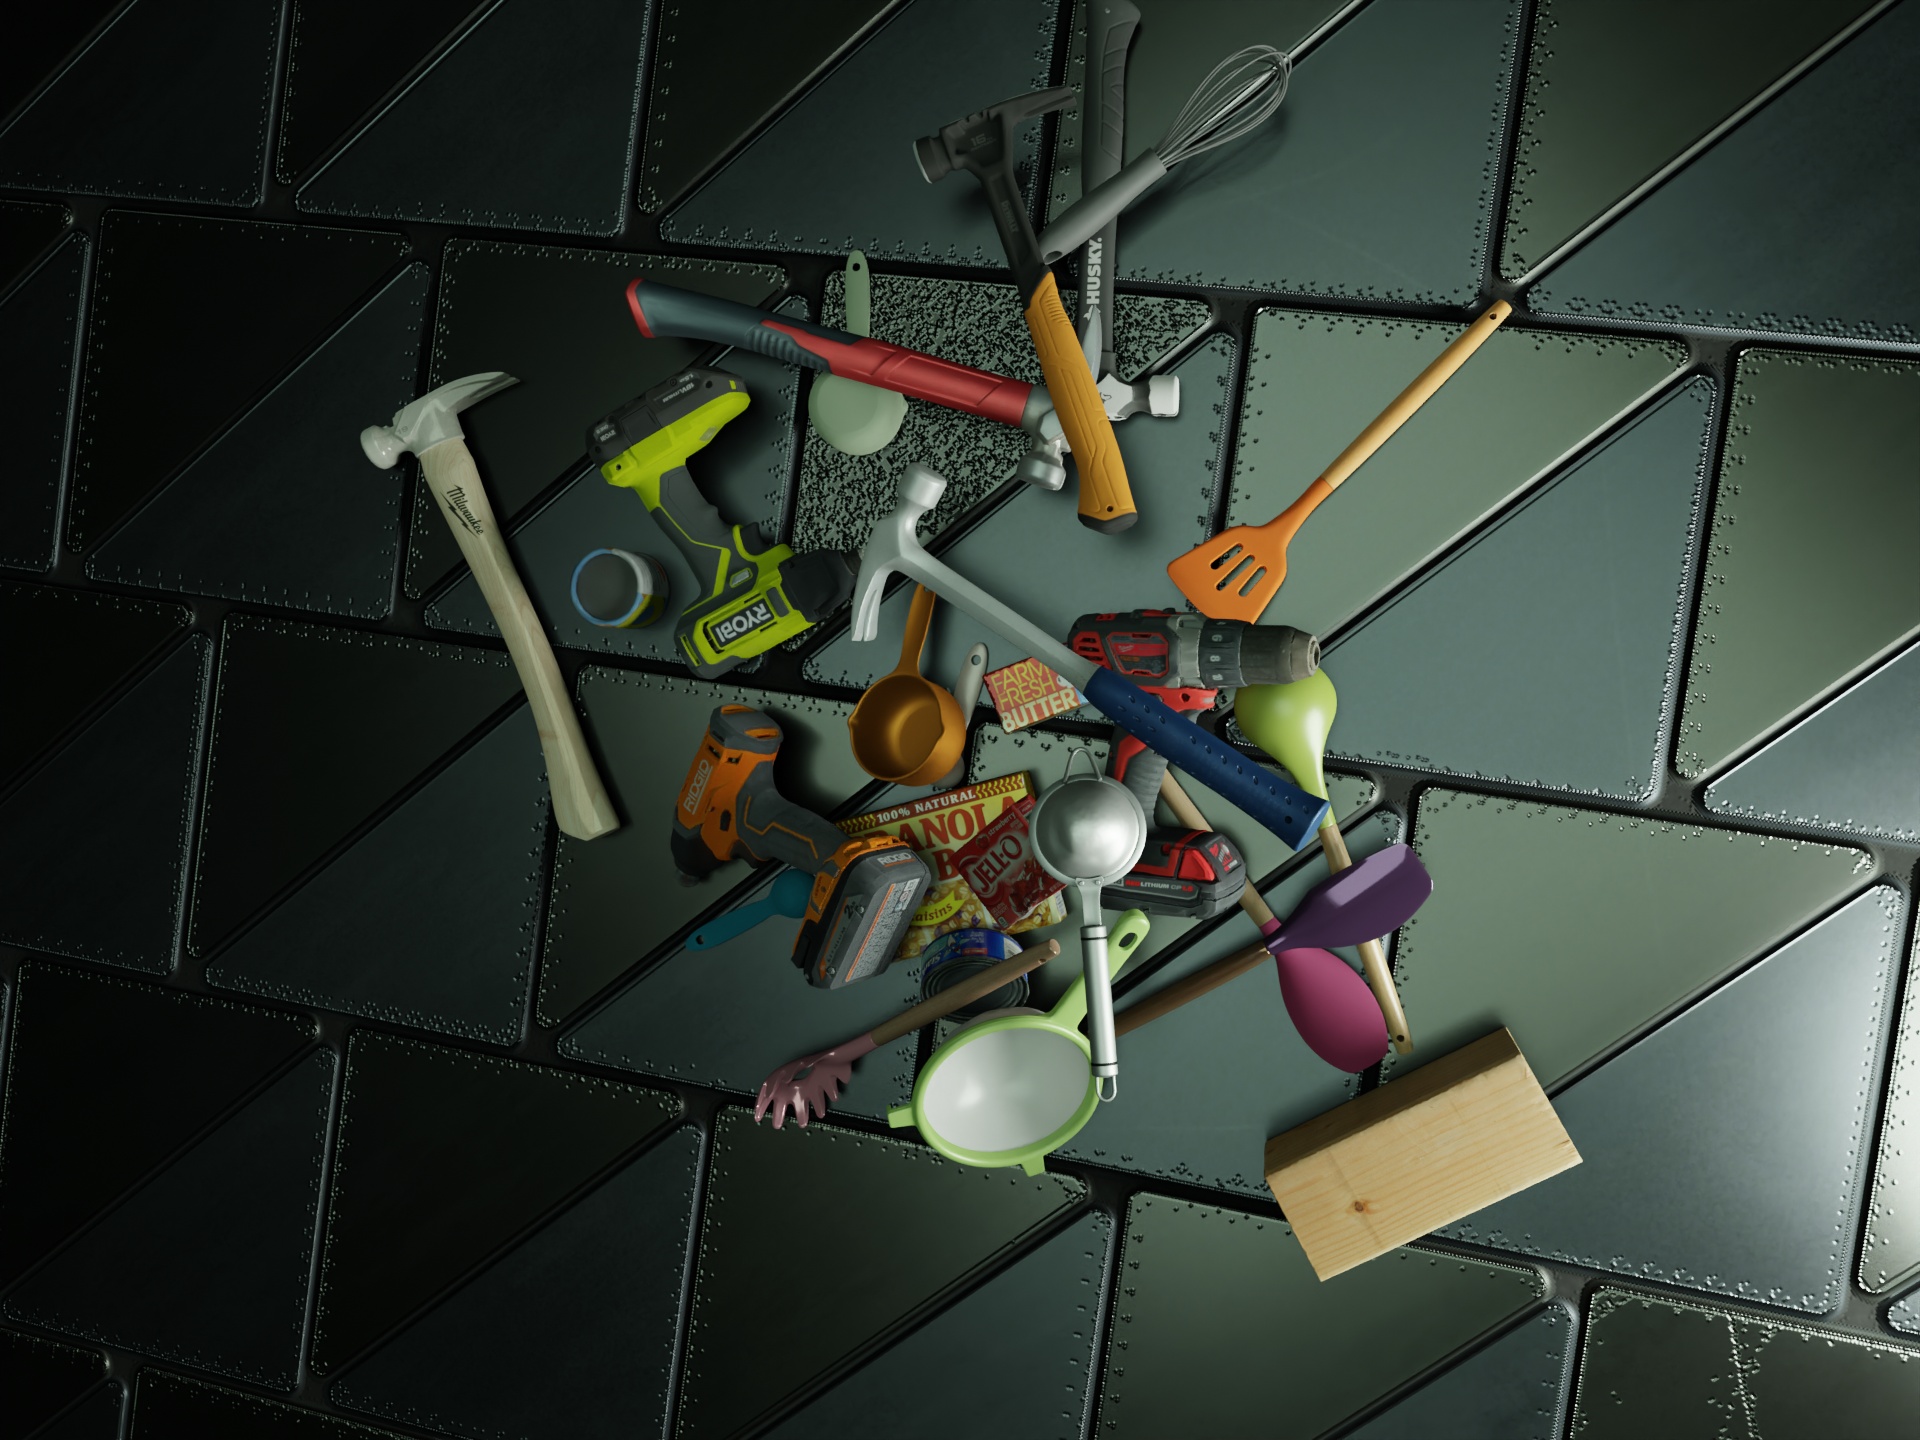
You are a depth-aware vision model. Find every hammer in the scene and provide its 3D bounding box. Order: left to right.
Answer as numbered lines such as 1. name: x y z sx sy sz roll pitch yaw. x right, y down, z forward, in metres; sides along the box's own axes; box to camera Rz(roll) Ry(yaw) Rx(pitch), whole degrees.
1. hammer: -0.376 -0.094 1.367 0.146 0.038 0.411 -24 86 11
2. hammer: -0.082 -0.303 1.258 0.386 0.038 0.143 18 93 11
3. hammer: 0.073 -0.303 1.190 0.127 0.034 0.337 -19 84 12
4. hammer: 0.086 -0.030 1.171 0.406 0.035 0.144 35 109 21
5. hammer: 0.104 -0.407 1.255 0.146 0.035 0.335 2 91 12

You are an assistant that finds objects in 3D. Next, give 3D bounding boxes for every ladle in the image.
1. ladle: 0.290 0.103 1.223 0.078 0.062 0.320 -19 93 14

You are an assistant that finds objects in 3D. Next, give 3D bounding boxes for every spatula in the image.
1. spatula: 0.216 0.188 1.225 0.316 0.018 0.060 -31 93 19
2. spatula: 0.297 -0.199 1.211 0.322 0.041 0.081 -45 81 9

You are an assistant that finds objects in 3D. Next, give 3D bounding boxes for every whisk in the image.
1. whisk: 0.148 -0.425 1.206 0.239 0.055 0.055 -36 83 13

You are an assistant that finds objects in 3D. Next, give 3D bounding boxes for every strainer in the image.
1. strainer: 0.060 0.232 1.234 0.151 0.069 0.256 26 109 -24
2. strainer: 0.097 0.146 1.155 0.087 0.050 0.258 -5 84 6

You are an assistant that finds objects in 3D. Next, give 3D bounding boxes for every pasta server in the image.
1. pasta server: -0.046 0.247 1.252 0.316 0.060 0.040 -32 44 29

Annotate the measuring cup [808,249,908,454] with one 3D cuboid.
1. measuring cup: -0.088 -0.302 1.296 0.083 0.038 0.167 0 93 13

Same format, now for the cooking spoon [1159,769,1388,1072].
1. cooking spoon: 0.222 0.136 1.240 0.068 0.017 0.319 -40 80 26

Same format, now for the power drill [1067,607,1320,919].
1. power drill: 0.174 0.029 1.192 0.188 0.080 0.226 3 99 27

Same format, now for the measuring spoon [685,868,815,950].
1. measuring spoon: -0.178 0.164 1.331 0.128 0.021 0.042 -27 85 10

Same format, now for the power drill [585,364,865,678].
1. power drill: -0.189 -0.167 1.296 0.171 0.080 0.223 -27 95 13

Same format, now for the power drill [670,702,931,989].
1. power drill: -0.144 0.112 1.269 0.227 0.084 0.164 38 116 28

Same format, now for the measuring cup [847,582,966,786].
1. measuring cup: -0.030 -0.031 1.280 0.095 0.052 0.174 6 79 33

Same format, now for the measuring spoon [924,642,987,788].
1. measuring spoon: -0.002 -0.004 1.292 0.034 0.018 0.124 18 94 12
